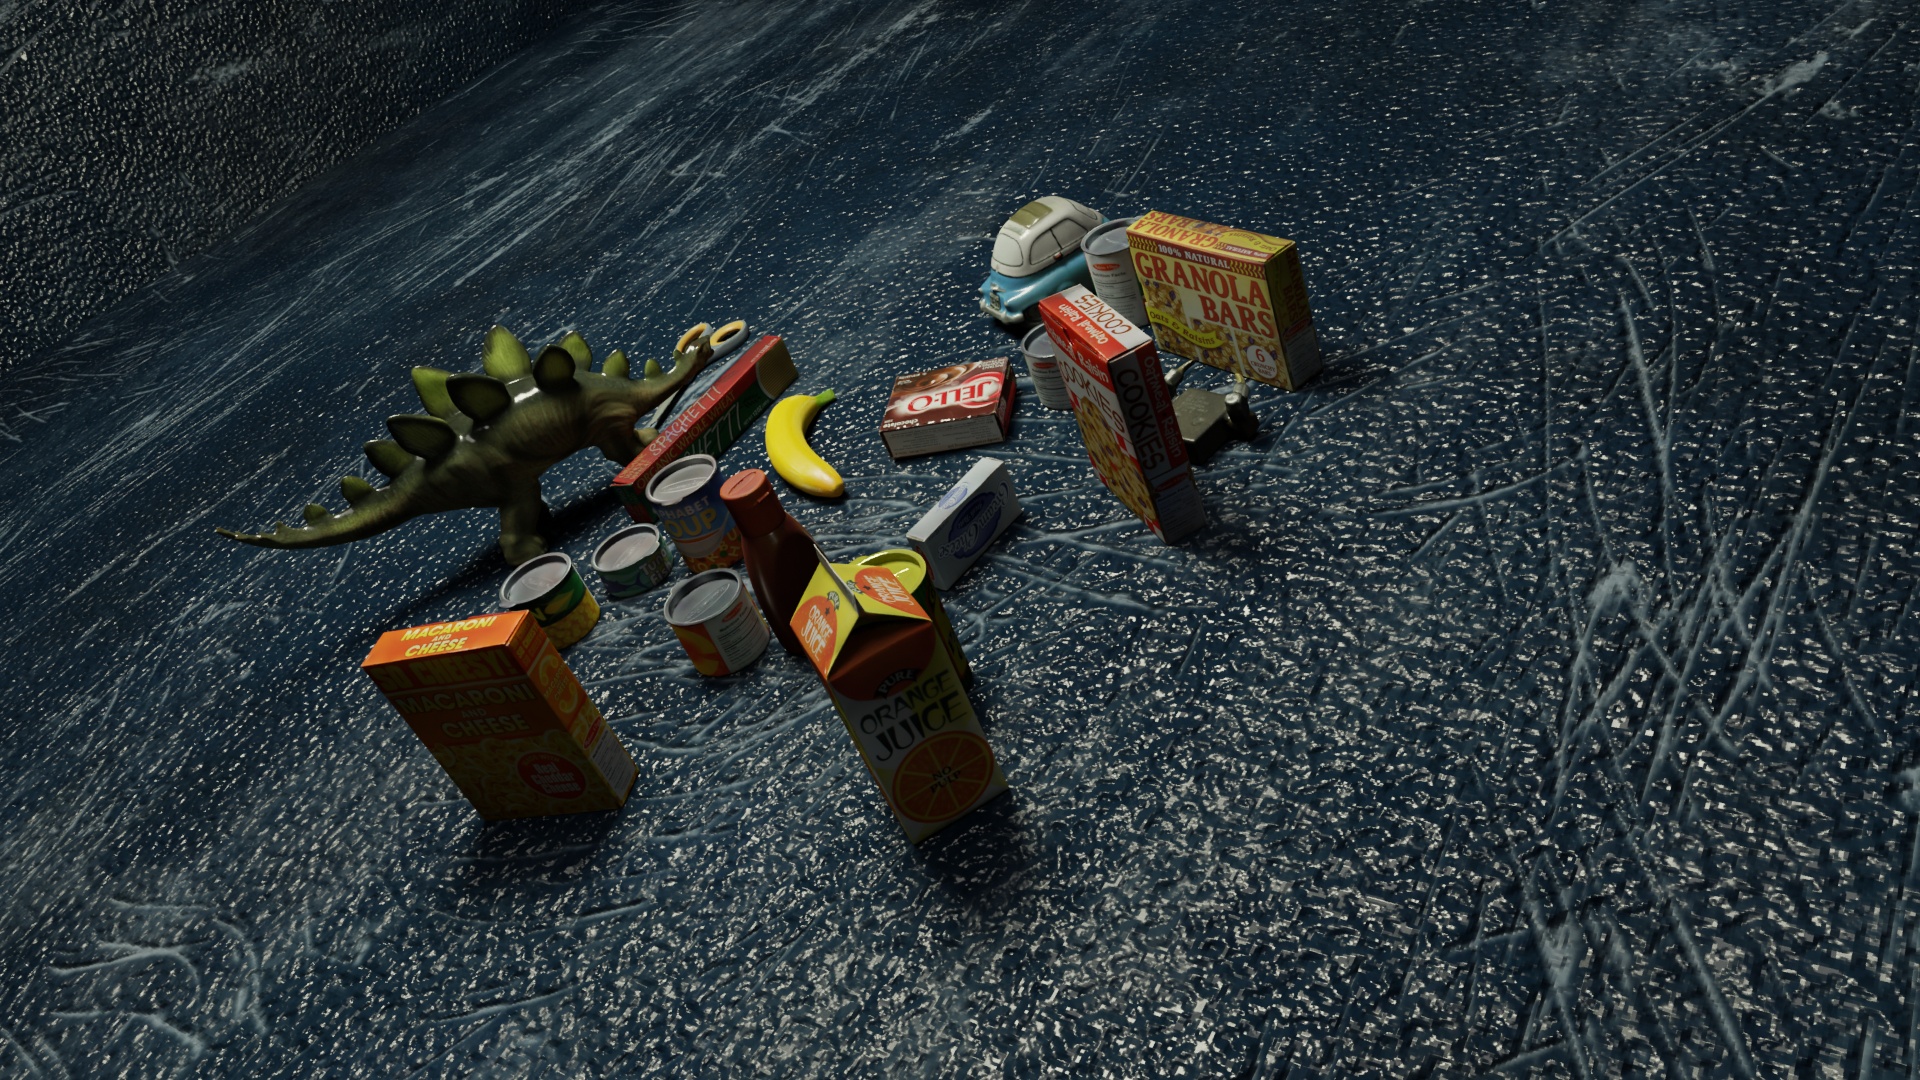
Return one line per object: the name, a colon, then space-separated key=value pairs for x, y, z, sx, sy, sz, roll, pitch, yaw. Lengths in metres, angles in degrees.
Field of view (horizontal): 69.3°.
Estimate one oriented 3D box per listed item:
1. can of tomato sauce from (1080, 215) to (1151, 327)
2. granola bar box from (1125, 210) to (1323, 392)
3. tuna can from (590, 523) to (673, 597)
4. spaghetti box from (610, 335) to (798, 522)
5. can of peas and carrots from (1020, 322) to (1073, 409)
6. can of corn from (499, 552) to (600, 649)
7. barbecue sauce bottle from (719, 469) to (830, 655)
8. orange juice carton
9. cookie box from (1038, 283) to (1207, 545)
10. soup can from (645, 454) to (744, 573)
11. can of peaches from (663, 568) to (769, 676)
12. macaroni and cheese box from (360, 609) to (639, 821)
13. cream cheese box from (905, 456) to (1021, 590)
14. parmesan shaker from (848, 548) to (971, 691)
can of tomato sauce: x=0.157 y=-0.251 z=1.302 sx=0.071 sy=0.082 sz=0.071 roll=-15 pitch=35 yaw=11
granola bar box: x=0.219 y=-0.202 z=1.165 sx=0.039 sy=0.123 sz=0.166 roll=-37 pitch=37 yaw=-19
tuna can: x=-0.289 y=0.018 z=1.234 sx=0.071 sy=0.032 sz=0.071 roll=-15 pitch=35 yaw=11
spaghetti box: x=-0.247 y=-0.113 z=1.373 sx=0.028 sy=0.050 sz=0.251 roll=6 pitch=43 yaw=36
can of peas and carrots: x=0.094 y=-0.159 z=1.235 sx=0.071 sy=0.058 sz=0.071 roll=-15 pitch=35 yaw=11
can of corn: x=-0.355 y=0.055 z=1.198 sx=0.071 sy=0.058 sz=0.071 roll=-15 pitch=35 yaw=11
barbecue sauce bottle: x=-0.134 y=0.015 z=1.048 sx=0.043 sy=0.148 sz=0.065 roll=14 pitch=49 yaw=42
orange juice carton: x=-0.043 y=0.089 z=0.857 sx=0.073 sy=0.191 sz=0.072 roll=-30 pitch=35 yaw=-10
cookie box: x=0.120 y=-0.095 z=1.036 sx=0.040 sy=0.166 sz=0.123 roll=-28 pitch=34 yaw=-7
soup can: x=-0.226 y=-0.021 z=1.205 sx=0.071 sy=0.083 sz=0.072 roll=-15 pitch=35 yaw=11
can of peaches: x=-0.192 y=0.064 z=1.094 sx=0.071 sy=0.057 sz=0.071 roll=-15 pitch=35 yaw=11
macaroni and cheese box: x=-0.324 y=0.127 z=0.987 sx=0.123 sy=0.165 sz=0.040 roll=-9 pitch=36 yaw=19
cream cheese box: x=0.004 y=-0.014 z=1.093 sx=0.024 sy=0.053 sz=0.104 roll=13 pitch=48 yaw=41
parmesan shaker: x=-0.039 y=0.065 z=0.967 sx=0.071 sy=0.102 sz=0.072 roll=-15 pitch=35 yaw=11
